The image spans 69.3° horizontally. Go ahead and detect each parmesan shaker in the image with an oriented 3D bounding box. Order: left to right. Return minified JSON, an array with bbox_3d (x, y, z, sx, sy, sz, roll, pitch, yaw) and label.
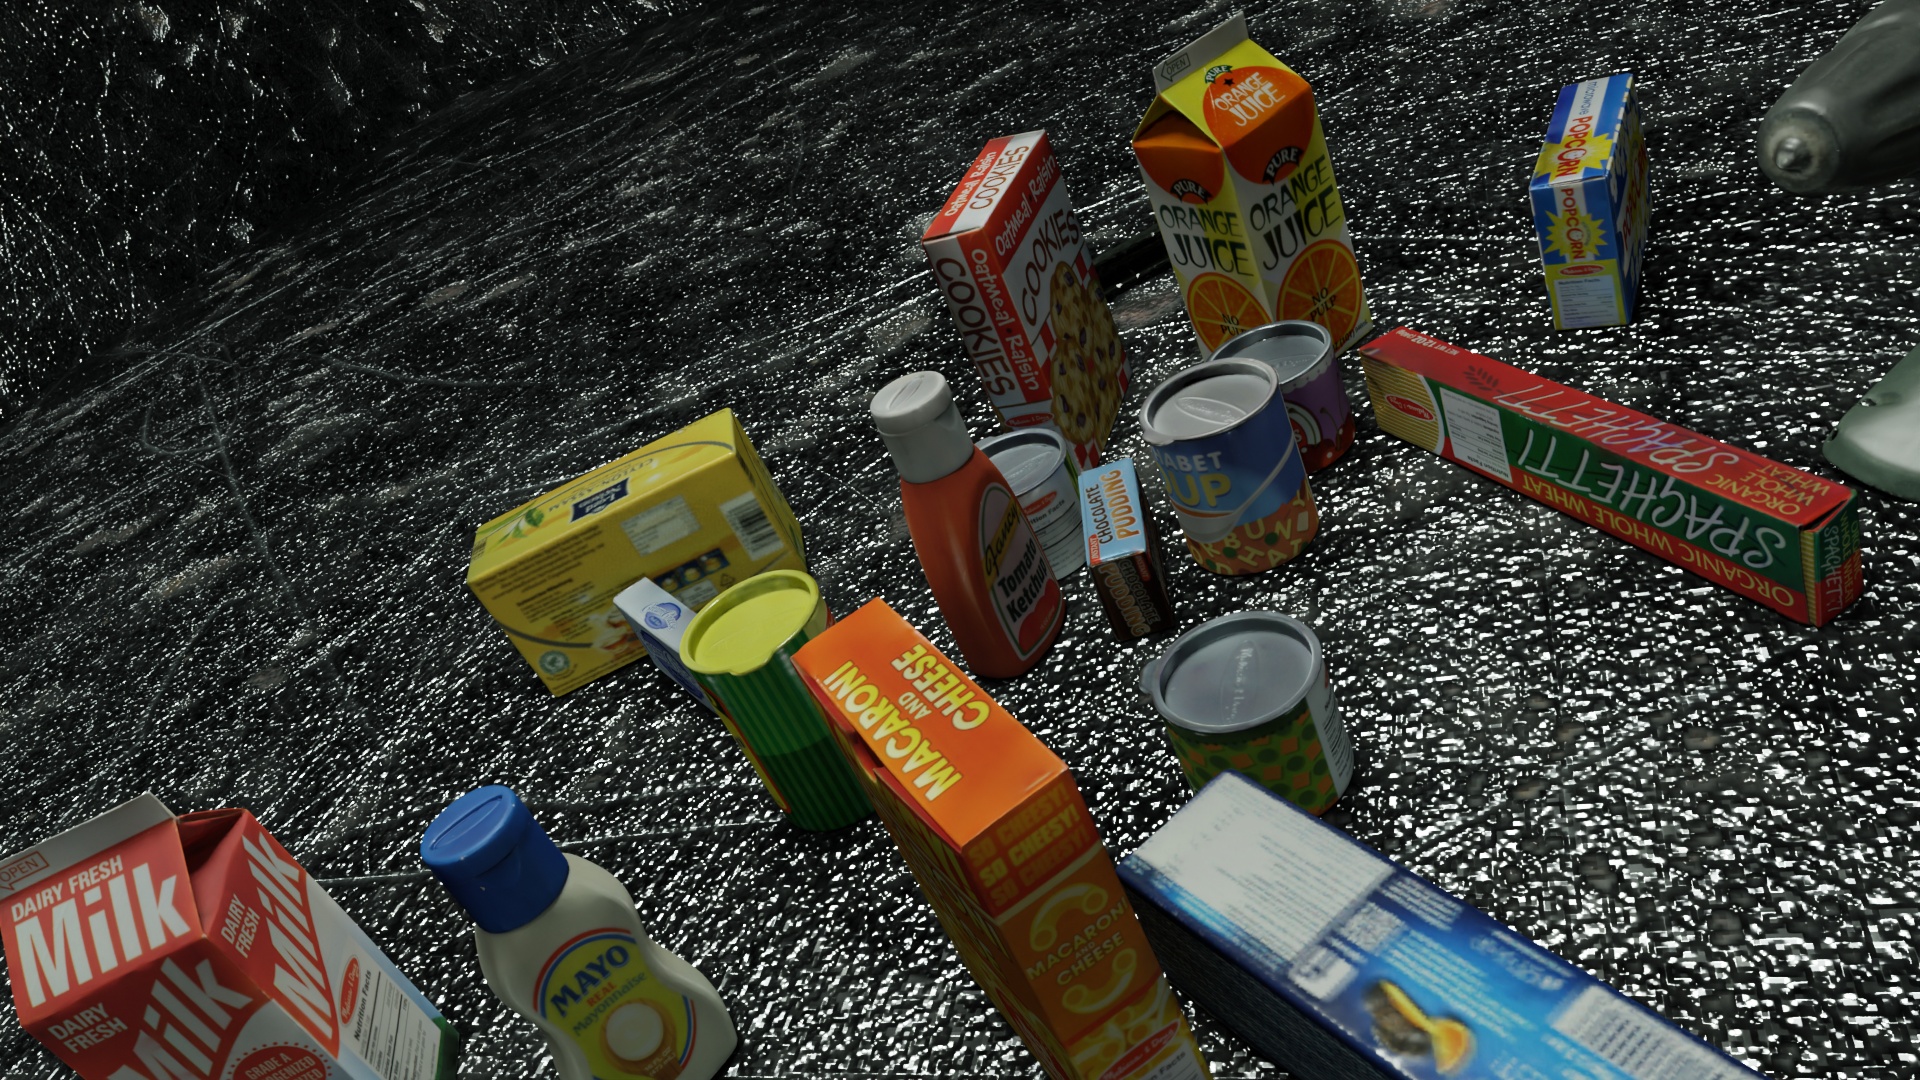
[{"bbox_3d":[-0.073,0.075,0.623,0.071,0.102,0.072,-18,31,12],"label":"parmesan shaker"}]

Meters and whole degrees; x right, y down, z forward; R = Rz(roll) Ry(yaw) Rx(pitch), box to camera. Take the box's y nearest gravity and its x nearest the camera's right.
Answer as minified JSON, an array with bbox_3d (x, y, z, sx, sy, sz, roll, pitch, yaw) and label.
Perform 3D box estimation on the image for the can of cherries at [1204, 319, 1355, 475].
[{"bbox_3d":[0.165,-0.071,0.718,0.071,0.058,0.072,-18,31,12],"label":"can of cherries"}]

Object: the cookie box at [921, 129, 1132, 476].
[{"bbox_3d":[0.042,-0.129,0.788,0.040,0.166,0.123,-8,35,27],"label":"cookie box"}]

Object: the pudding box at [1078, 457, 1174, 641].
[{"bbox_3d":[0.080,0.003,0.675,0.030,0.049,0.084,-18,32,13],"label":"pudding box"}]

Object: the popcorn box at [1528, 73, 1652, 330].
[{"bbox_3d":[0.337,-0.181,0.737,0.038,0.085,0.127,-2,38,34],"label":"popcorn box"}]

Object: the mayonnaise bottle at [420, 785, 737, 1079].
[{"bbox_3d":[-0.141,0.153,0.509,0.065,0.147,0.041,-38,33,-20],"label":"mayonnaise bottle"}]

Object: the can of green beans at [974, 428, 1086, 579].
[{"bbox_3d":[0.034,-0.017,0.730,0.071,0.057,0.071,-18,31,12],"label":"can of green beans"}]

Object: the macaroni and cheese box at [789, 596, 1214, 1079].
[{"bbox_3d":[0.015,0.112,0.442,0.040,0.165,0.124,-34,32,-13],"label":"macaroni and cheese box"}]

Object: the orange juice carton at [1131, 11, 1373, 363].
[{"bbox_3d":[0.158,-0.185,0.767,0.072,0.192,0.073,-38,33,-20],"label":"orange juice carton"}]

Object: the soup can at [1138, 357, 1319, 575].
[{"bbox_3d":[0.127,-0.033,0.663,0.071,0.083,0.072,-18,31,12],"label":"soup can"}]

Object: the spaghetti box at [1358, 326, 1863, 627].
[{"bbox_3d":[0.267,-0.037,0.602,0.029,0.050,0.251,-31,31,-10],"label":"spaghetti box"}]

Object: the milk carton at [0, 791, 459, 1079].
[{"bbox_3d":[-0.278,0.175,0.531,0.072,0.189,0.074,-26,31,-1],"label":"milk carton"}]

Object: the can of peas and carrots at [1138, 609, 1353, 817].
[{"bbox_3d":[0.112,0.071,0.540,0.071,0.058,0.071,-18,31,12],"label":"can of peas and carrots"}]

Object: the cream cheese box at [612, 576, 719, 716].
[{"bbox_3d":[-0.147,0.059,0.748,0.024,0.053,0.104,-38,33,-20],"label":"cream cheese box"}]

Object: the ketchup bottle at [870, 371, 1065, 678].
[{"bbox_3d":[0.002,-0.008,0.651,0.043,0.148,0.065,-1,38,35],"label":"ketchup bottle"}]
